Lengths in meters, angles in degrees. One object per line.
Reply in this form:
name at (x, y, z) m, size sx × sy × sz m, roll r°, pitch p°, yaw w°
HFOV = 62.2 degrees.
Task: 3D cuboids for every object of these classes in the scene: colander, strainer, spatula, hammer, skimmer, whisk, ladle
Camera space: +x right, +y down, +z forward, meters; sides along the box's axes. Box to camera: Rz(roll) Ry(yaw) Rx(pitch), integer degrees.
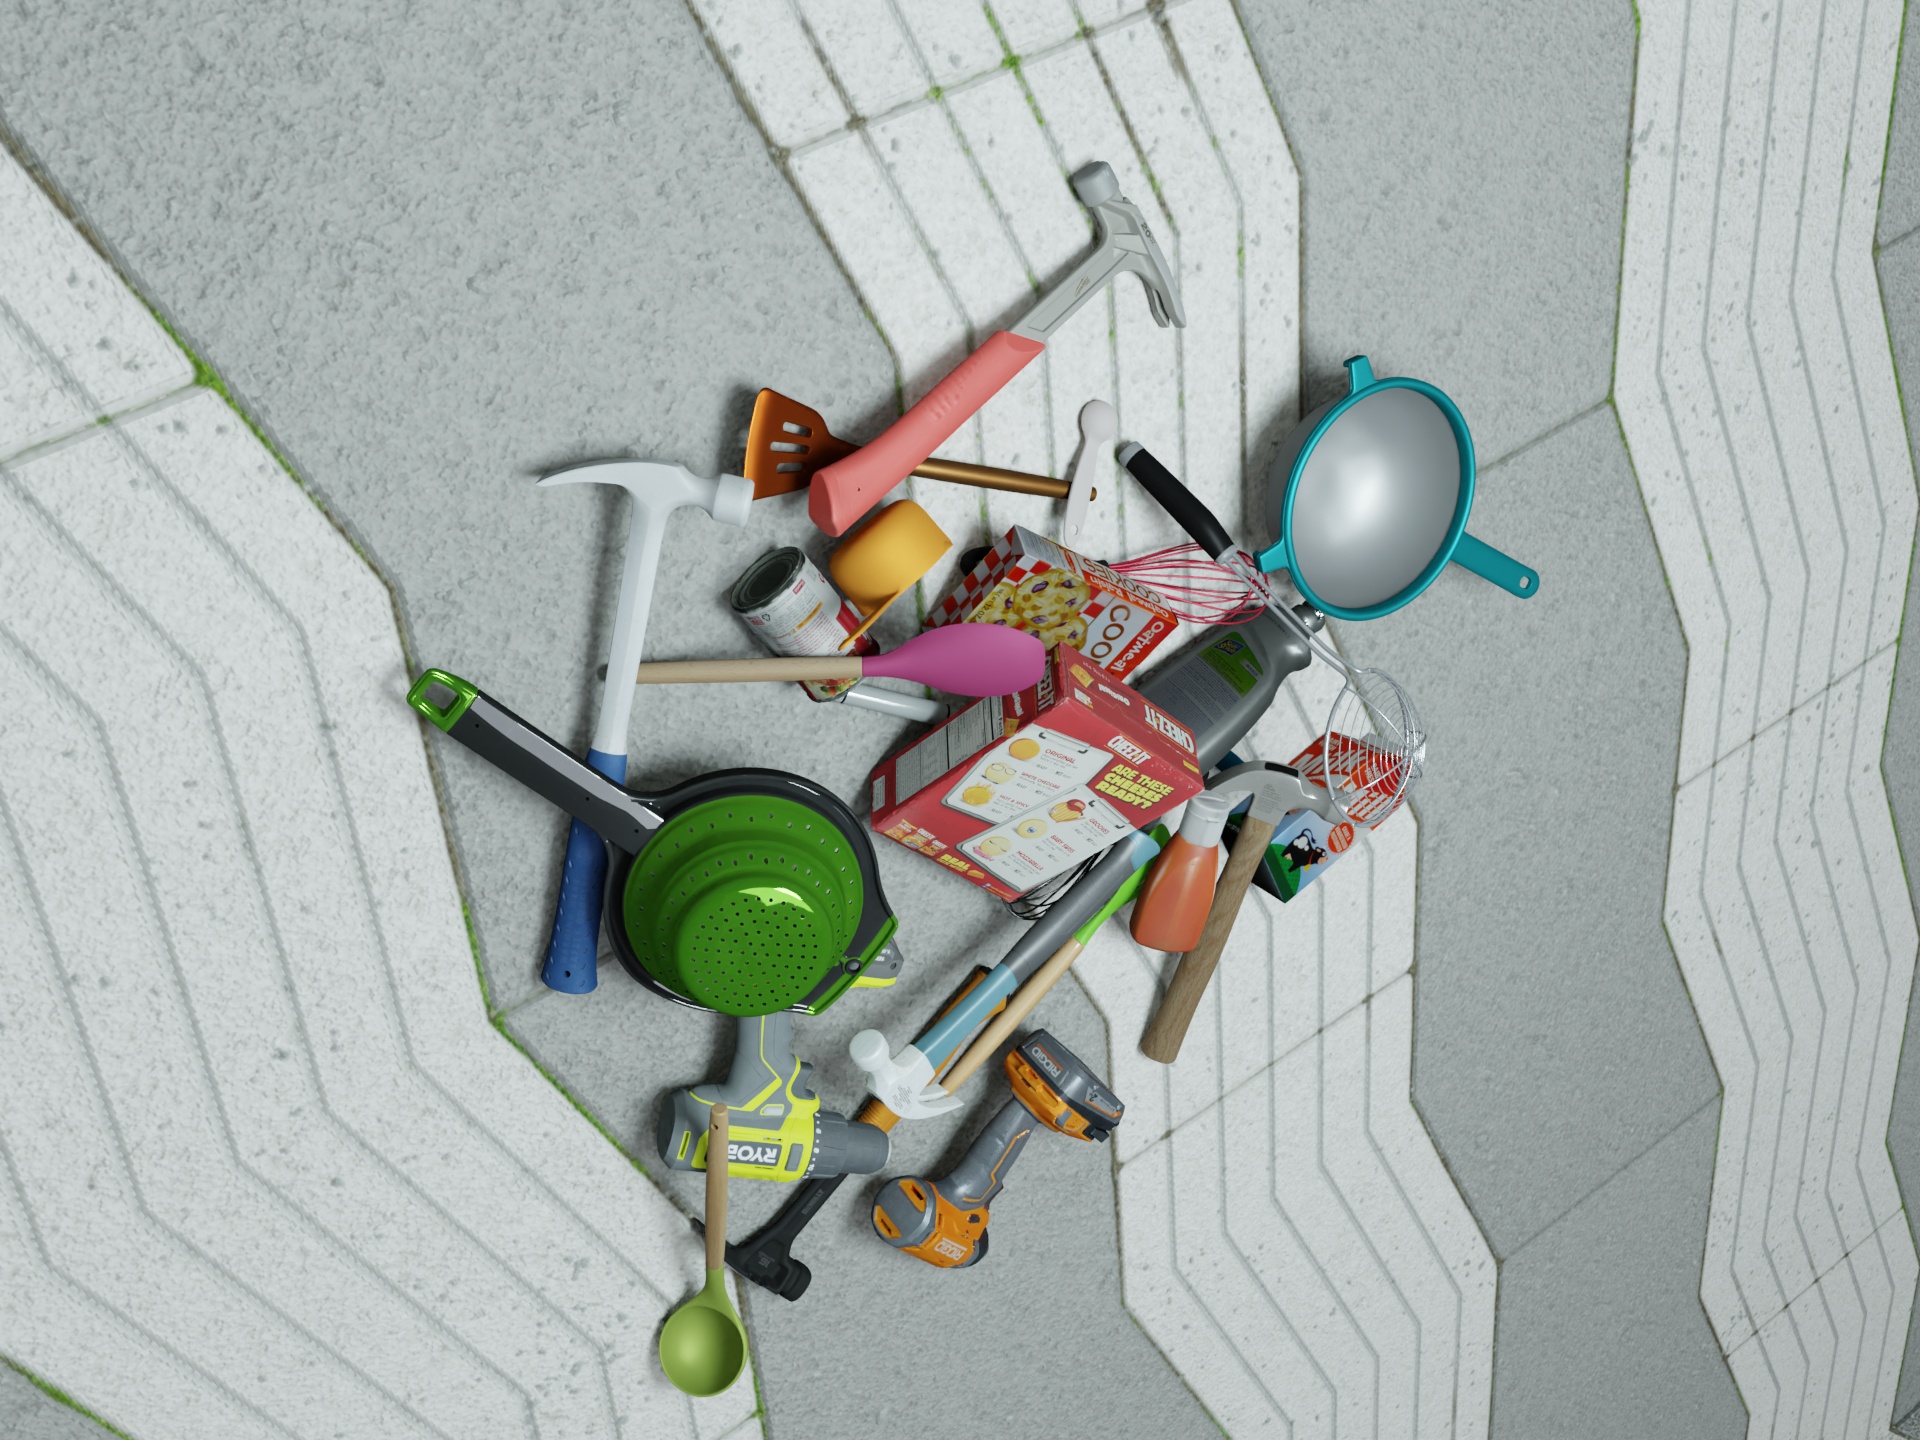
colander at (-0.211, 0.098, 1.107) m, size 0.396 × 0.095 × 0.204 m, roll 38°, pitch 99°, yaw -23°
strainer at (0.389, -0.182, 1.425) m, size 0.340 × 0.095 × 0.211 m, roll 19°, pitch 99°, yaw -35°
spatula at (-0.023, -0.192, 1.216) m, size 0.322 × 0.041 × 0.081 m, roll 3°, pitch 104°, yaw -32°
hammer at (0.049, 0.201, 1.324) m, size 0.331 × 0.033 × 0.128 m, roll -42°, pitch 135°, yaw -22°
hammer at (0.233, 0.181, 1.457) m, size 0.130 × 0.031 × 0.331 m, roll 21°, pitch 117°, yaw 5°
skimmer at (0.245, -0.074, 1.301) m, size 0.127 × 0.363 × 0.090 m, roll -34°, pitch 167°, yaw -38°
whisk at (0.136, -0.120, 1.323) m, size 0.295 × 0.073 × 0.073 m, roll 2°, pitch 106°, yaw -24°
hammer at (-0.080, 0.346, 1.382) m, size 0.337 × 0.034 × 0.127 m, roll -49°, pitch 125°, yaw -6°
whisk at (0.132, 0.102, 1.409) m, size 0.239 × 0.055 × 0.055 m, roll -32°, pitch 121°, yaw -21°
hammer at (0.026, -0.257, 1.198) m, size 0.359 × 0.037 × 0.149 m, roll -46°, pitch 123°, yaw -18°
strainer at (-0.002, -0.004, 1.291) m, size 0.258 × 0.087 × 0.050 m, roll 13°, pitch 68°, yaw -25°
hammer at (-0.256, 0.009, 1.140) m, size 0.144 × 0.035 × 0.405 m, roll 11°, pitch 108°, yaw -8°
ladle at (-0.203, 0.429, 1.280) m, size 0.062 × 0.078 × 0.320 m, roll -57°, pitch 159°, yaw -53°

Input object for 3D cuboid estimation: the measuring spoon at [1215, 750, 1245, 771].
measuring spoon at (0.234, 0.028, 1.453) m, size 0.128 × 0.021 × 0.042 m, roll 36°, pitch 88°, yaw -33°

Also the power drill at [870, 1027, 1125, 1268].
power drill at (0.039, 0.400, 1.439) m, size 0.226 × 0.084 × 0.164 m, roll -46°, pitch 140°, yaw -3°

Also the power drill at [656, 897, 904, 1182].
power drill at (-0.126, 0.266, 1.286) m, size 0.190 × 0.080 × 0.228 m, roll 12°, pitch 101°, yaw -21°

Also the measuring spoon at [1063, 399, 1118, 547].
measuring spoon at (0.105, -0.199, 1.283) m, size 0.034 × 0.018 × 0.124 m, roll 17°, pitch 84°, yaw -37°

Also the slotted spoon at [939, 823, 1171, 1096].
slotted spoon at (0.090, 0.219, 1.434) m, size 0.314 × 0.031 × 0.070 m, roll -48°, pitch 155°, yaw -3°

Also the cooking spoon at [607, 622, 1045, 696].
cooking spoon at (-0.097, -0.038, 1.159) m, size 0.319 × 0.017 × 0.068 m, roll -2°, pitch 130°, yaw -1°

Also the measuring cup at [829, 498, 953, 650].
measuring cup at (-0.068, -0.105, 1.149) m, size 0.095 × 0.174 × 0.052 m, roll -33°, pitch 103°, yaw 31°
